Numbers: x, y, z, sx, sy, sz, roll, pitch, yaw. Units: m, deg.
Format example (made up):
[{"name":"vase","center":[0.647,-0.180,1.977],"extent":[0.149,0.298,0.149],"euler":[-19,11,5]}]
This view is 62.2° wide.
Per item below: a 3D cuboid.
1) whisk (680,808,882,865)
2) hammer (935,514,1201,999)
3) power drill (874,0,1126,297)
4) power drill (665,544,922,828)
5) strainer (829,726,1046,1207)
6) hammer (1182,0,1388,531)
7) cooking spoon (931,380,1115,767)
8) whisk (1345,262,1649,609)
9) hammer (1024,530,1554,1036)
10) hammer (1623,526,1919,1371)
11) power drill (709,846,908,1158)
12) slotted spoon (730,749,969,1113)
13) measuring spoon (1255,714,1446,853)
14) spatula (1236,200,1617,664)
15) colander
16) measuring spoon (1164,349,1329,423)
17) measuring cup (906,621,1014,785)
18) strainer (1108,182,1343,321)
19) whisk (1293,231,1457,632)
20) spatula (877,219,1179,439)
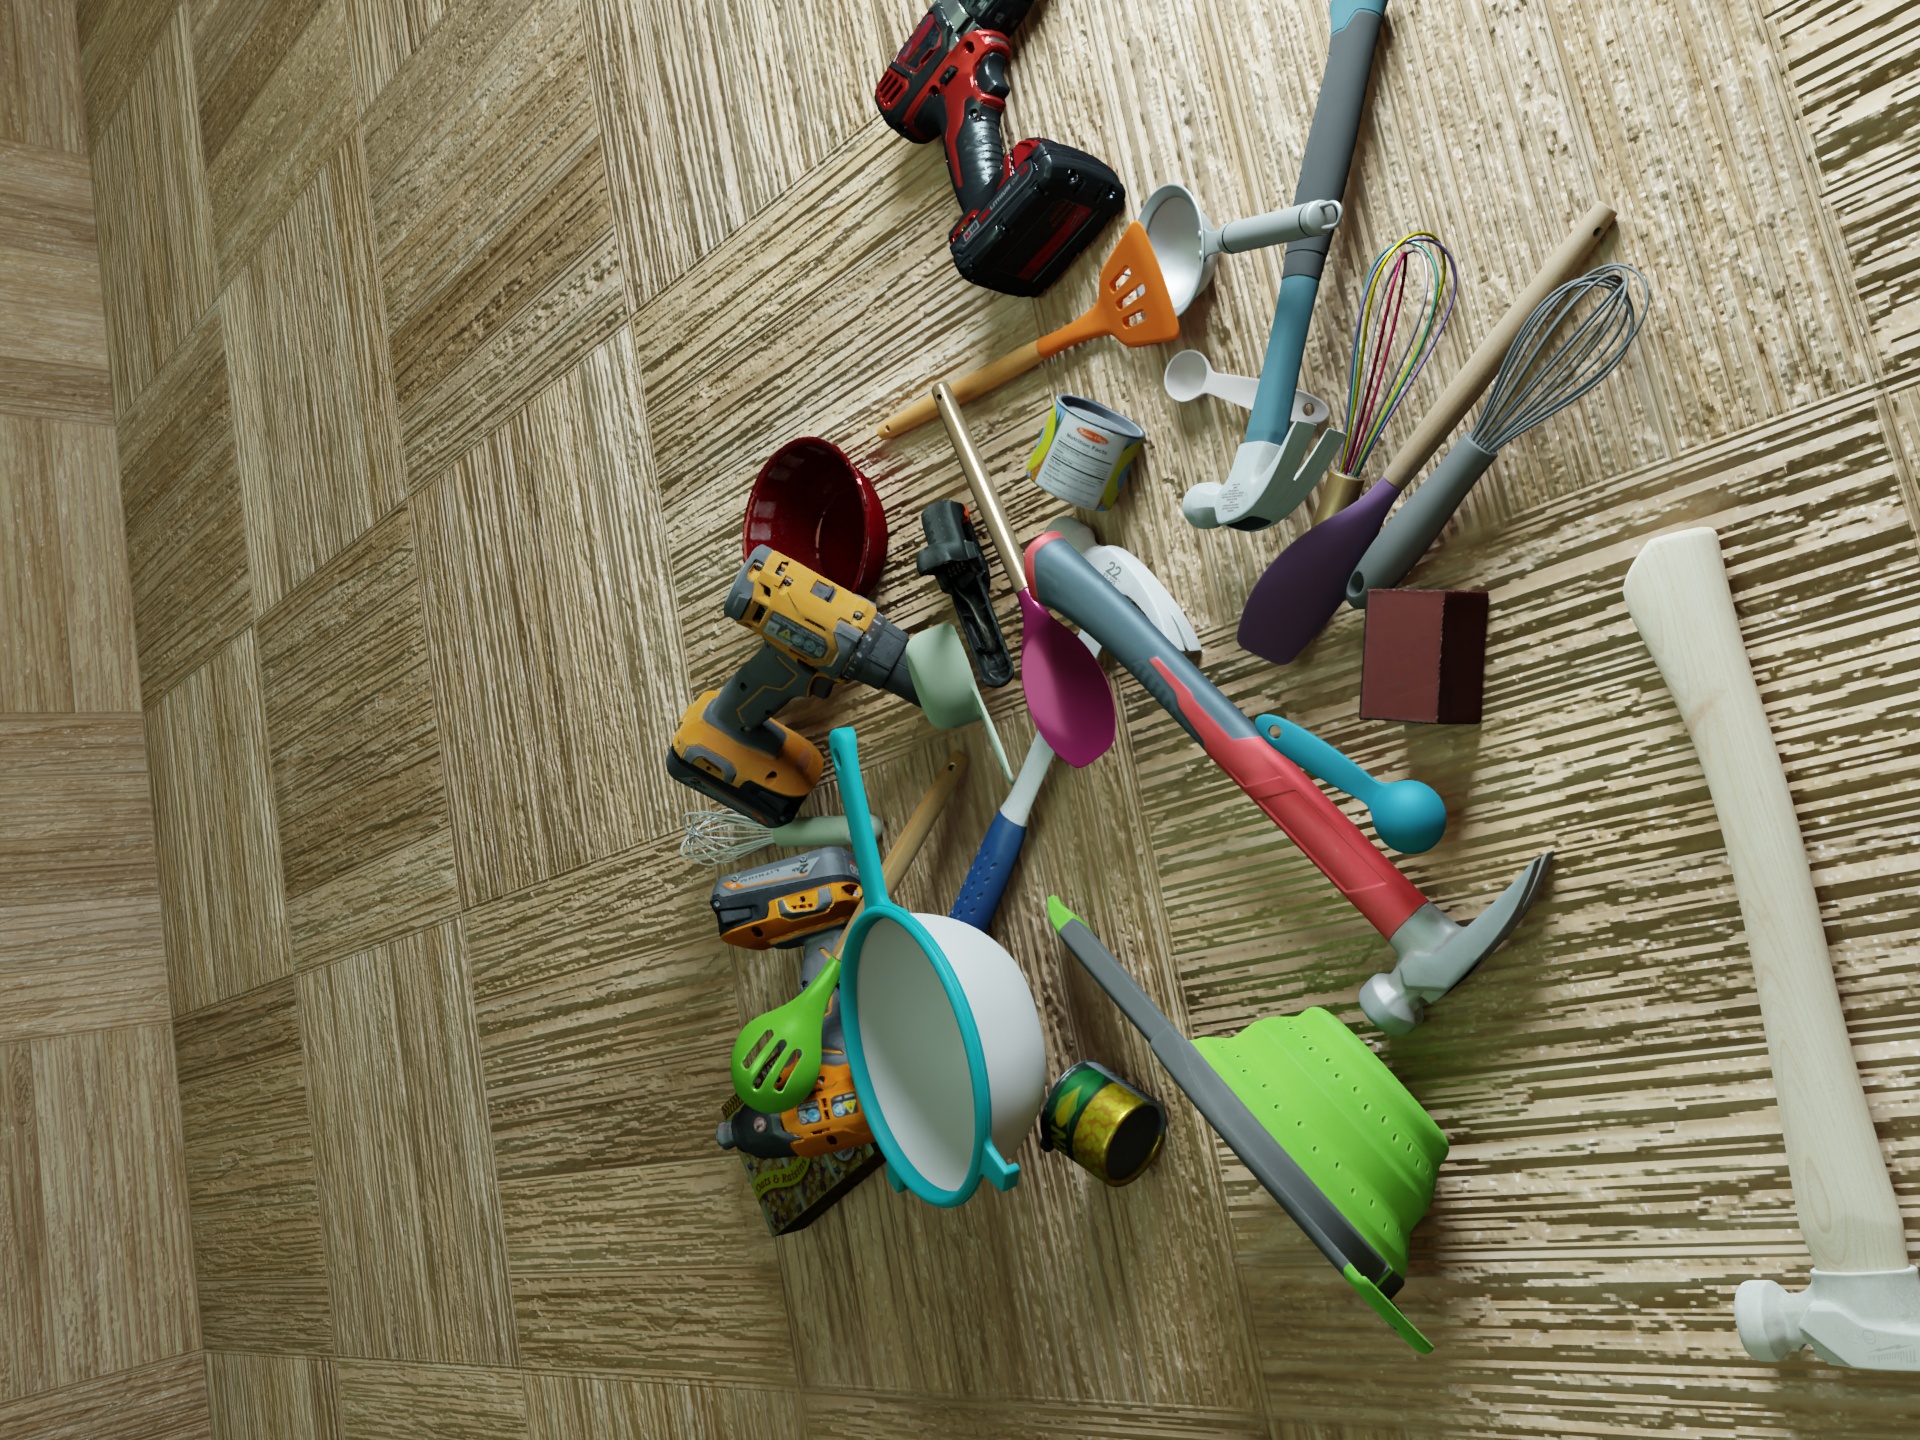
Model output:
[{"name":"whisk","center":[-0.157,0.096,1.359],"extent":[0.246,0.059,0.057],"euler":[-6,123,42]},{"name":"hammer","center":[0.046,0.064,1.153],"extent":[0.144,0.035,0.405],"euler":[40,118,38]},{"name":"power drill","center":[0.035,-0.440,1.133],"extent":[0.188,0.080,0.227],"euler":[-41,60,38]},{"name":"power drill","center":[-0.121,-0.014,1.261],"extent":[0.185,0.084,0.226],"euler":[28,130,-6]},{"name":"strainer","center":[-0.016,0.164,1.129],"extent":[0.211,0.095,0.340],"euler":[-33,69,60]},{"name":"hammer","center":[0.206,-0.278,0.955],"extent":[0.128,0.033,0.331],"euler":[-161,83,-70]},{"name":"cooking spoon","center":[0.038,-0.112,1.121],"extent":[0.068,0.017,0.319],"euler":[-39,62,36]},{"name":"whisk","center":[0.292,-0.151,0.888],"extent":[0.055,0.055,0.239],"euler":[55,128,30]},{"name":"hammer","center":[0.178,0.004,0.979],"extent":[0.387,0.038,0.143],"euler":[49,122,24]},{"name":"hammer","center":[0.412,0.102,0.777],"extent":[0.146,0.038,0.411],"euler":[-19,77,43]},{"name":"power drill","center":[-0.130,0.229,1.256],"extent":[0.164,0.084,0.227],"euler":[-17,72,10]},{"name":"slotted spoon","center":[-0.080,0.158,1.204],"extent":[0.070,0.031,0.314],"euler":[30,86,12]},{"name":"measuring spoon","center":[0.218,0.033,0.912],"extent":[0.129,0.021,0.042],"euler":[36,114,28]},{"name":"spatula","center":[0.264,-0.159,0.917],"extent":[0.315,0.059,0.018],"euler":[-54,28,24]},{"name":"colander","center":[0.176,0.198,0.978],"extent":[0.094,0.204,0.398],"euler":[-42,37,-1]},{"name":"measuring spoon","center":[0.186,-0.210,1.025],"extent":[0.124,0.018,0.034],"euler":[26,105,35]},{"name":"measuring cup","center":[-0.002,-0.004,1.124],"extent":[0.168,0.038,0.083],"euler":[-115,9,-49]},{"name":"strainer","center":[0.165,-0.293,0.974],"extent":[0.259,0.050,0.087],"euler":[-151,57,-69]},{"name":"whisk","center":[0.234,-0.169,0.950],"extent":[0.051,0.047,0.245],"euler":[25,113,26]},{"name":"spatula","center":[0.037,-0.260,1.152],"extent":[0.322,0.041,0.081],"euler":[-17,95,47]}]
